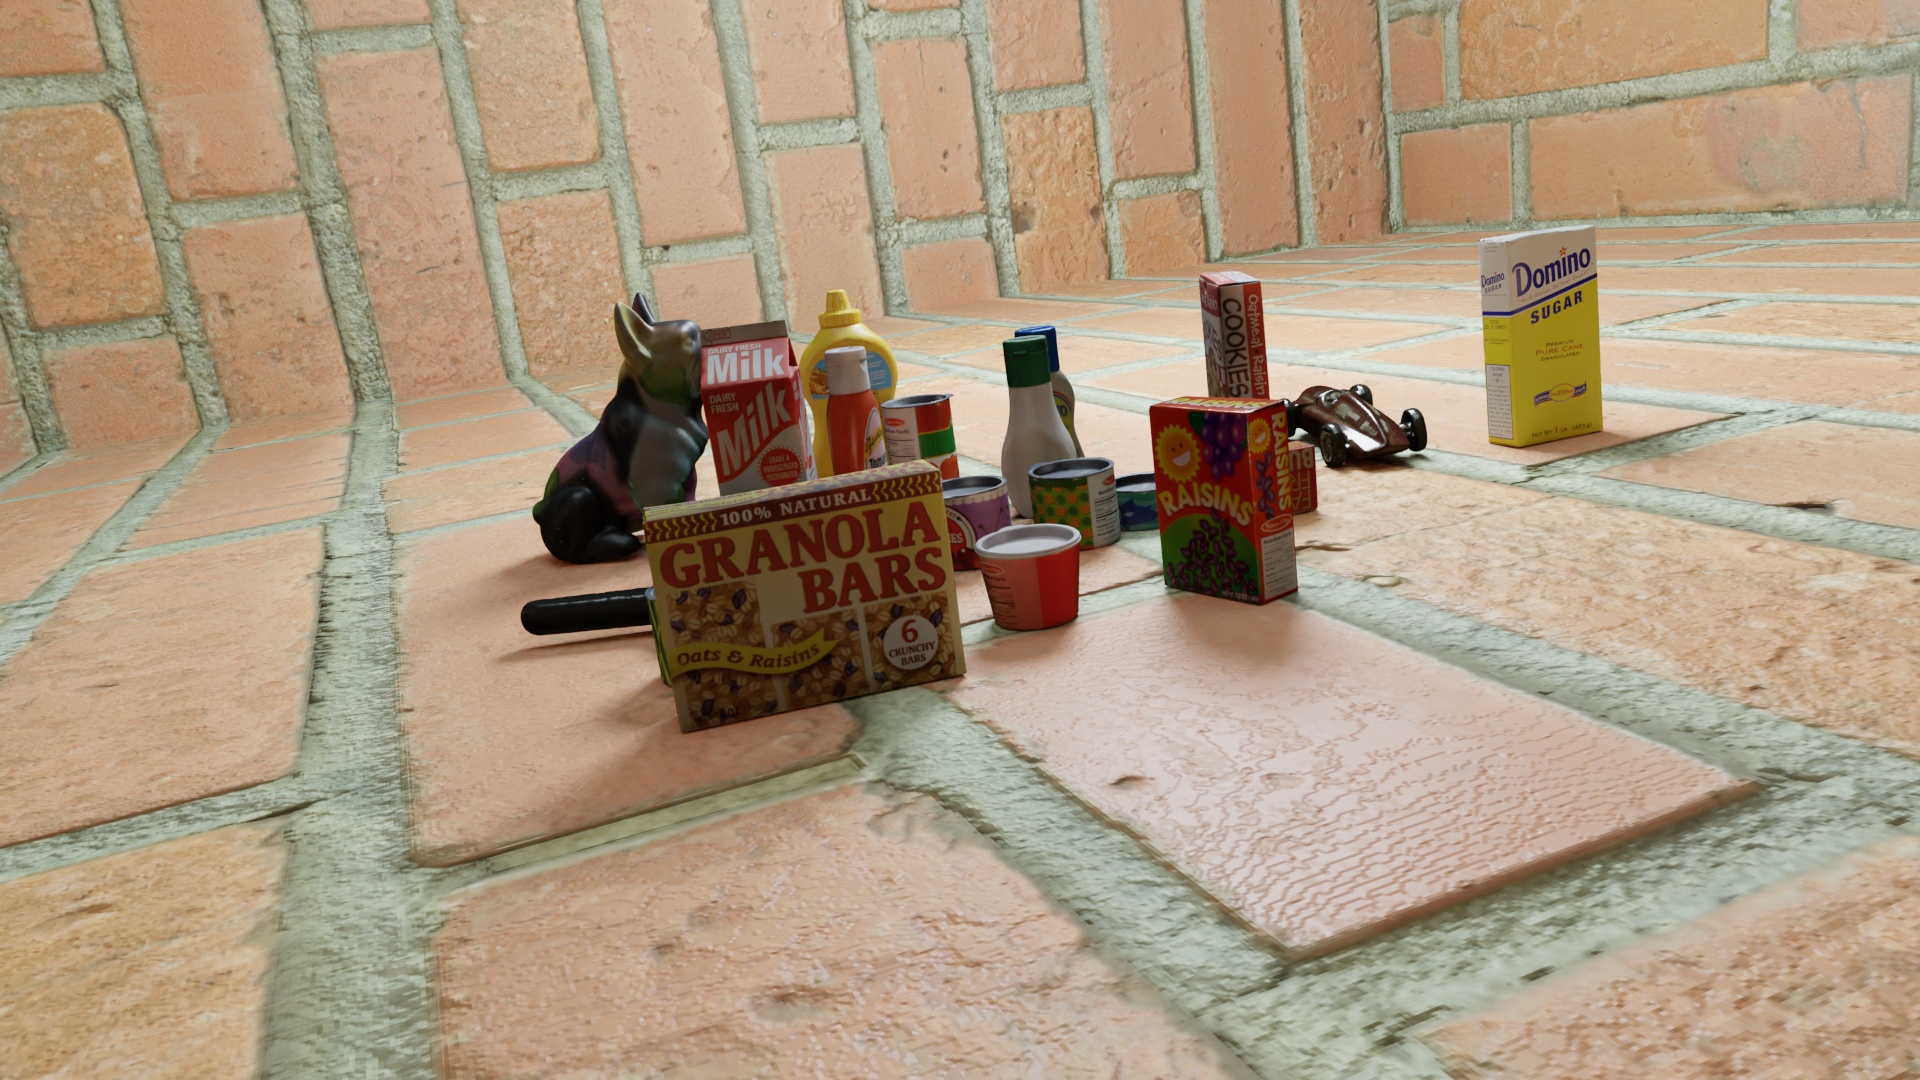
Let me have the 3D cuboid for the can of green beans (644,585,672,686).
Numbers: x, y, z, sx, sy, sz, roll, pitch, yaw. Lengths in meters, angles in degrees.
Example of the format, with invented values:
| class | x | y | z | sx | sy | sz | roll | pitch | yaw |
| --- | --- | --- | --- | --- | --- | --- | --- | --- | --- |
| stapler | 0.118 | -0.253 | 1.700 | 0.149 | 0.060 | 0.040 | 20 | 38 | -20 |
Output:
| class | x | y | z | sx | sy | sz | roll | pitch | yaw |
| --- | --- | --- | --- | --- | --- | --- | --- | --- | --- |
| can of green beans | -0.158 | 0.054 | 0.865 | 0.071 | 0.057 | 0.071 | -7 | 14 | 2 |

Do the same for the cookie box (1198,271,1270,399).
| class | x | y | z | sx | sy | sz | roll | pitch | yaw |
| --- | --- | --- | --- | --- | --- | --- | --- | --- | --- |
| cookie box | 0.245 | -0.153 | 1.244 | 0.040 | 0.167 | 0.123 | -7 | 14 | 3 |

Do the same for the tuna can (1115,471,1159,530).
| class | x | y | z | sx | sy | sz | roll | pitch | yaw |
| --- | --- | --- | --- | --- | --- | --- | --- | --- | --- |
| tuna can | 0.142 | -0.031 | 1.093 | 0.071 | 0.032 | 0.071 | -7 | 14 | 2 |

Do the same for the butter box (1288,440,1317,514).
| class | x | y | z | sx | sy | sz | roll | pitch | yaw |
| --- | --- | --- | --- | --- | --- | --- | --- | --- | --- |
| butter box | 0.220 | -0.040 | 1.049 | 0.104 | 0.053 | 0.024 | -12 | 15 | -17 |

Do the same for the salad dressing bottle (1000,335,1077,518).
| class | x | y | z | sx | sy | sz | roll | pitch | yaw |
| --- | --- | --- | --- | --- | --- | --- | --- | --- | --- |
| salad dressing bottle | 0.062 | -0.094 | 1.148 | 0.064 | 0.147 | 0.044 | -3 | 14 | 17 |

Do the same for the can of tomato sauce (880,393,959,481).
| class | x | y | z | sx | sy | sz | roll | pitch | yaw |
| --- | --- | --- | --- | --- | --- | --- | --- | --- | --- |
| can of tomato sauce | -0.036 | -0.094 | 1.326 | 0.071 | 0.083 | 0.071 | -7 | 14 | 2 |

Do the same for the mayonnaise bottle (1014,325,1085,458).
| class | x | y | z | sx | sy | sz | roll | pitch | yaw |
| --- | --- | --- | --- | --- | --- | --- | --- | --- | --- |
| mayonnaise bottle | 0.072 | -0.110 | 1.203 | 0.065 | 0.147 | 0.041 | -11 | 14 | -14 |

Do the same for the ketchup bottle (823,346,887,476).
| class | x | y | z | sx | sy | sz | roll | pitch | yaw |
| --- | --- | --- | --- | --- | --- | --- | --- | --- | --- |
| ketchup bottle | -0.093 | -0.096 | 1.230 | 0.043 | 0.148 | 0.065 | -2 | 15 | 21 |

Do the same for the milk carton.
| class | x | y | z | sx | sy | sz | roll | pitch | yaw |
| --- | --- | --- | --- | --- | --- | --- | --- | --- | --- |
| milk carton | -0.158 | -0.078 | 1.110 | 0.072 | 0.190 | 0.073 | -7 | 14 | 1 |

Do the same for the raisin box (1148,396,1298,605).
| class | x | y | z | sx | sy | sz | roll | pitch | yaw |
| --- | --- | --- | --- | --- | --- | --- | --- | --- | --- |
| raisin box | 0.168 | -0.028 | 0.886 | 0.040 | 0.123 | 0.086 | -17 | 17 | -34 |

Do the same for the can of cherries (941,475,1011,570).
| class | x | y | z | sx | sy | sz | roll | pitch | yaw |
| --- | --- | --- | --- | --- | --- | --- | --- | --- | --- |
| can of cherries | 0.004 | -0.013 | 1.042 | 0.071 | 0.058 | 0.071 | -7 | 14 | 2 |

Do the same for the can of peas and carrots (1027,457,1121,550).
| class | x | y | z | sx | sy | sz | roll | pitch | yaw |
| --- | --- | --- | --- | --- | --- | --- | --- | --- | --- |
| can of peas and carrots | 0.085 | -0.028 | 1.058 | 0.071 | 0.058 | 0.071 | -7 | 14 | 2 |

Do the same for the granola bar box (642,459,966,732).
| class | x | y | z | sx | sy | sz | roll | pitch | yaw |
| --- | --- | --- | --- | --- | --- | --- | --- | --- | --- |
| granola bar box | -0.087 | 0.030 | 0.789 | 0.166 | 0.124 | 0.039 | -11 | 14 | -12 |

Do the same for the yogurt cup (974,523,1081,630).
| class | x | y | z | sx | sy | sz | roll | pitch | yaw |
| --- | --- | --- | --- | --- | --- | --- | --- | --- | --- |
| yogurt cup | 0.046 | 0.024 | 0.886 | 0.072 | 0.053 | 0.072 | -7 | 14 | 2 |
